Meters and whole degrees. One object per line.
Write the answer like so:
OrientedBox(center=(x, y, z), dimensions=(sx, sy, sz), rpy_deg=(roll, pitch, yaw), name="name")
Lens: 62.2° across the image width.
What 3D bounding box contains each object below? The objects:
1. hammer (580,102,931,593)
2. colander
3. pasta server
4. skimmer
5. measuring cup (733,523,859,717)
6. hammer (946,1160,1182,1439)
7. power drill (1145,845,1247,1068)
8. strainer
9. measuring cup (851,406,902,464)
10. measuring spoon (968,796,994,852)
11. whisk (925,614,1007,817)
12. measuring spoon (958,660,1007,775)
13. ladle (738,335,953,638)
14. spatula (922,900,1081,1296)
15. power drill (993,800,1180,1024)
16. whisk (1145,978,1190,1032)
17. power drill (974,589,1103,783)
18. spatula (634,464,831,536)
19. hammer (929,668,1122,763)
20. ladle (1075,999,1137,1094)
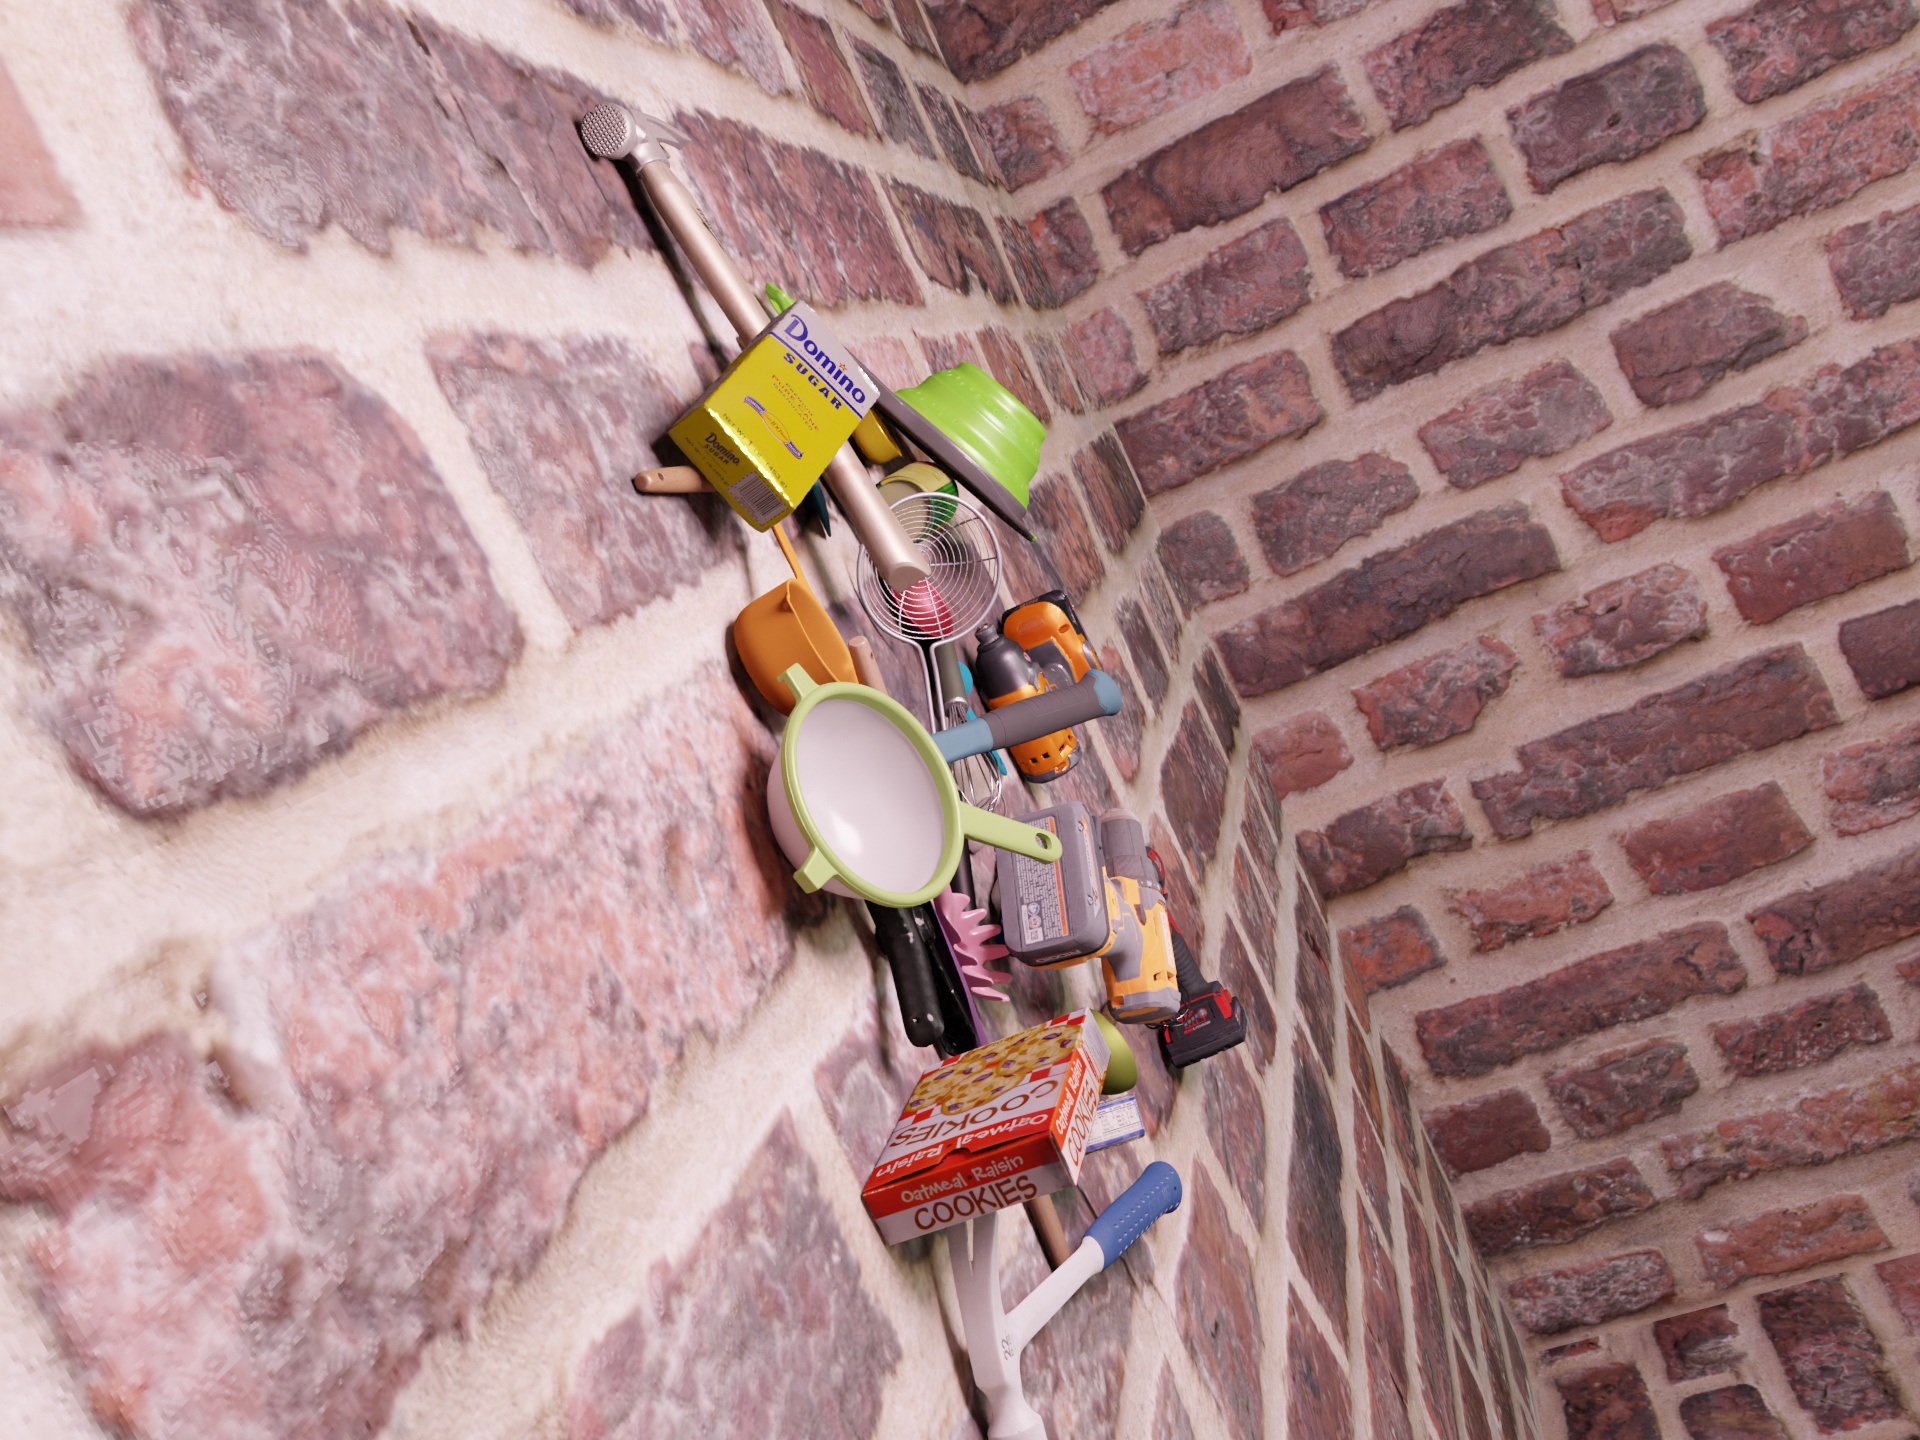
OrientedBox(center=(-0.141, -0.281, 1.220), dimensions=(0.410, 0.038, 0.146), rpy_deg=(58, 16, -5), name="hammer")
OrientedBox(center=(-0.029, -0.313, 1.492), dimensions=(0.396, 0.094, 0.205), rpy_deg=(36, 7, -48), name="colander")
OrientedBox(center=(-0.021, 0.076, 1.115), dimensions=(0.060, 0.040, 0.316), rpy_deg=(-77, 154, -55), name="pasta server")
OrientedBox(center=(-0.010, -0.011, 1.269), dimensions=(0.090, 0.127, 0.364), rpy_deg=(122, -34, -55), name="skimmer")
OrientedBox(center=(-0.126, -0.076, 1.077), dimensions=(0.095, 0.052, 0.174), rpy_deg=(46, 15, -53), name="measuring cup")
OrientedBox(center=(0.088, 0.371, 1.114), dimensions=(0.405, 0.035, 0.144), rpy_deg=(3, 71, -68), name="hammer")
OrientedBox(center=(0.212, 0.238, 1.646), dimensions=(0.227, 0.080, 0.188), rpy_deg=(65, 11, 3), name="power drill")
OrientedBox(center=(-0.037, 0.069, 1.046), dimensions=(0.256, 0.069, 0.152), rpy_deg=(20, 52, -44), name="strainer")
OrientedBox(center=(-0.081, -0.272, 1.520), dimensions=(0.062, 0.029, 0.156), rpy_deg=(57, 6, -8), name="measuring cup")
OrientedBox(center=(0.022, 0.083, 1.371), dimensions=(0.034, 0.018, 0.124), rpy_deg=(65, 16, -6), name="measuring spoon")
OrientedBox(center=(-0.002, -0.004, 1.368), dimensions=(0.059, 0.057, 0.247), rpy_deg=(18, 39, -30), name="whisk")
OrientedBox(center=(0.020, -0.004, 1.469), dimensions=(0.128, 0.021, 0.042), rpy_deg=(59, 18, -20), name="measuring spoon")
OrientedBox(center=(-0.098, -0.193, 1.350), dimensions=(0.315, 0.031, 0.069), rpy_deg=(57, 27, -25), name="ladle")
OrientedBox(center=(0.025, 0.262, 1.135), dimensions=(0.060, 0.018, 0.316), rpy_deg=(163, -94, -75), name="spatula")
OrientedBox(center=(0.108, 0.134, 1.284), dimensions=(0.226, 0.084, 0.185), rpy_deg=(38, 41, -54), name="power drill")
OrientedBox(center=(0.153, 0.212, 1.477), dimensions=(0.055, 0.055, 0.239), rpy_deg=(57, 1, -31), name="whisk")
OrientedBox(center=(0.074, -0.052, 1.609), dimensions=(0.164, 0.084, 0.227), rpy_deg=(62, 21, -16), name="power drill")
OrientedBox(center=(-0.156, -0.170, 1.148), dimensions=(0.082, 0.044, 0.317), rpy_deg=(67, 21, -1), name="spatula")
OrientedBox(center=(0.025, 0.007, 1.245), dimensions=(0.331, 0.033, 0.128), rpy_deg=(-17, 88, -50), name="hammer")
OrientedBox(center=(0.144, 0.268, 1.450), dimensions=(0.078, 0.062, 0.320), rpy_deg=(59, 14, 3), name="ladle")
